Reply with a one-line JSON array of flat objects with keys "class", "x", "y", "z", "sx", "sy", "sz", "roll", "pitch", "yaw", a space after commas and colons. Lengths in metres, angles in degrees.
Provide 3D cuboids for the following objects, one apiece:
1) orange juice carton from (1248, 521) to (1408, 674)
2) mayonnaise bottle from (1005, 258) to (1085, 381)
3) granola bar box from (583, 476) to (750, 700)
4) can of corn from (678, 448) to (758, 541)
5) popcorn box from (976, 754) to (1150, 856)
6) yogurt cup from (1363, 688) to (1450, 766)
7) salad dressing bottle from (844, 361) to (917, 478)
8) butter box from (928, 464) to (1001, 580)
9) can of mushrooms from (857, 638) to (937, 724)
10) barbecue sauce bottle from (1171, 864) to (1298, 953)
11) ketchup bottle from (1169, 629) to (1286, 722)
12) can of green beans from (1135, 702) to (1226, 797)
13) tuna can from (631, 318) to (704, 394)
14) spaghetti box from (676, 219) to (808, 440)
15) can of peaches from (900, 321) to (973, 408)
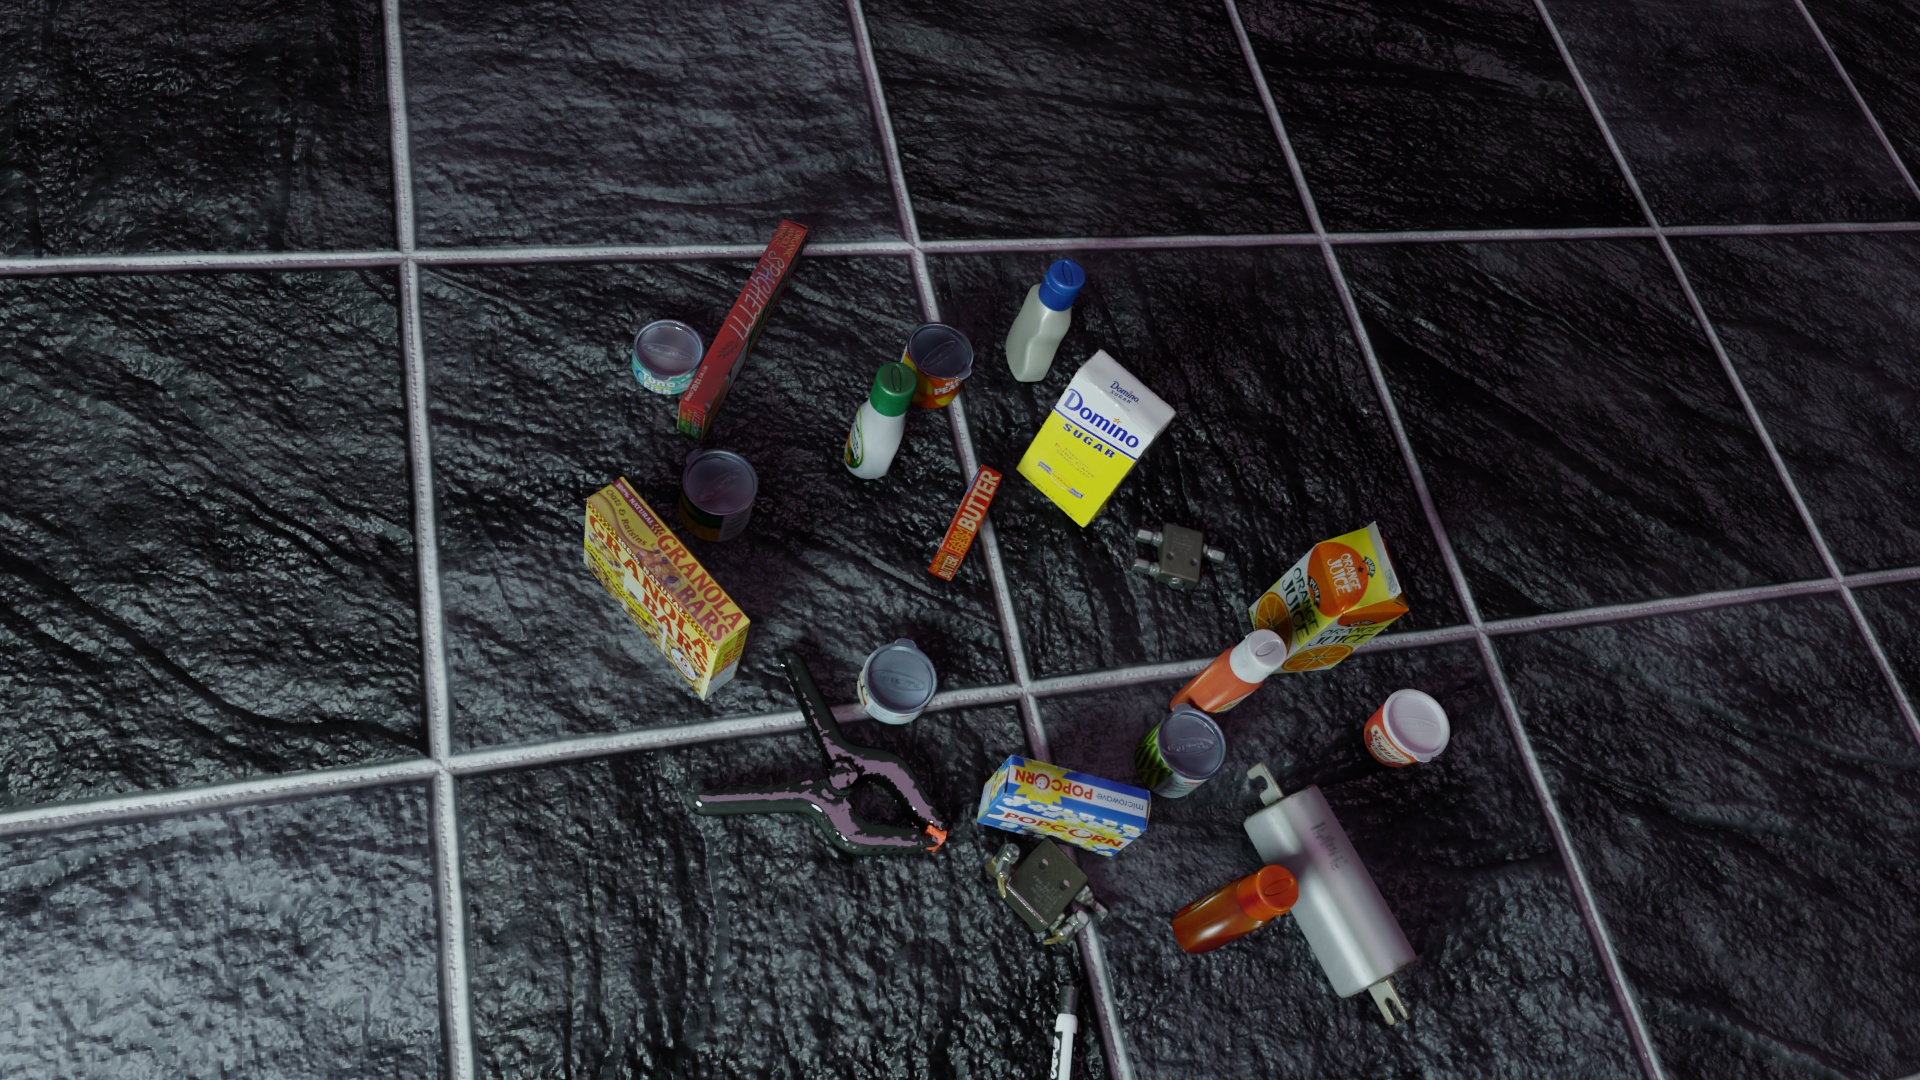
[{"class": "orange juice carton", "x": 0.345, "y": 0.055, "z": 1.280, "sx": 0.073, "sy": 0.191, "sz": 0.072, "roll": -3, "pitch": 65, "yaw": -17}, {"class": "mayonnaise bottle", "x": 0.084, "y": -0.220, "z": 1.374, "sx": 0.041, "sy": 0.147, "sz": 0.065, "roll": -2, "pitch": 64, "yaw": -17}, {"class": "granola bar box", "x": -0.246, "y": 0.041, "z": 1.156, "sx": 0.039, "sy": 0.123, "sz": 0.166, "roll": -38, "pitch": 78, "yaw": -28}, {"class": "can of corn", "x": -0.220, "y": -0.041, "z": 1.245, "sx": 0.071, "sy": 0.058, "sz": 0.071, "roll": 7, "pitch": 62, "yaw": -13}, {"class": "popcorn box", "x": 0.087, "y": 0.226, "z": 1.179, "sx": 0.127, "sy": 0.084, "sz": 0.038, "roll": 16, "pitch": 60, "yaw": -8}, {"class": "yogurt cup", "x": 0.420, "y": 0.181, "z": 1.317, "sx": 0.072, "sy": 0.053, "sz": 0.073, "roll": 7, "pitch": 62, "yaw": -13}, {"class": "salad dressing bottle", "x": -0.073, "y": -0.110, "z": 1.272, "sx": 0.044, "sy": 0.147, "sz": 0.064, "roll": 2, "pitch": 63, "yaw": -15}, {"class": "butter box", "x": 0.005, "y": -0.016, "z": 1.300, "sx": 0.024, "sy": 0.053, "sz": 0.104, "roll": 27, "pitch": 59, "yaw": -2}, {"class": "can of mushrooms", "x": -0.055, "y": 0.124, "z": 1.221, "sx": 0.071, "sy": 0.033, "sz": 0.071, "roll": 7, "pitch": 62, "yaw": -13}, {"class": "barbecue sauce bottle", "x": 0.229, "y": 0.303, "z": 1.143, "sx": 0.065, "sy": 0.147, "sz": 0.044, "roll": -17, "pitch": 69, "yaw": -23}, {"class": "ketchup bottle", "x": 0.241, "y": 0.123, "z": 1.241, "sx": 0.065, "sy": 0.148, "sz": 0.043, "roll": -25, "pitch": 73, "yaw": -26}, {"class": "can of green beans", "x": 0.197, "y": 0.191, "z": 1.245, "sx": 0.071, "sy": 0.057, "sz": 0.071, "roll": 7, "pitch": 62, "yaw": -13}, {"class": "tuna can", "x": -0.277, "y": -0.171, "z": 1.311, "sx": 0.071, "sy": 0.032, "sz": 0.071, "roll": 7, "pitch": 62, "yaw": -13}, {"class": "spaghetti box", "x": -0.208, "y": -0.208, "z": 1.340, "sx": 0.029, "sy": 0.050, "sz": 0.251, "roll": 24, "pitch": 59, "yaw": -3}, {"class": "can of peaches", "x": -0.025, "y": -0.170, "z": 1.369, "sx": 0.071, "sy": 0.057, "sz": 0.071, "roll": 7, "pitch": 62, "yaw": -13}]
